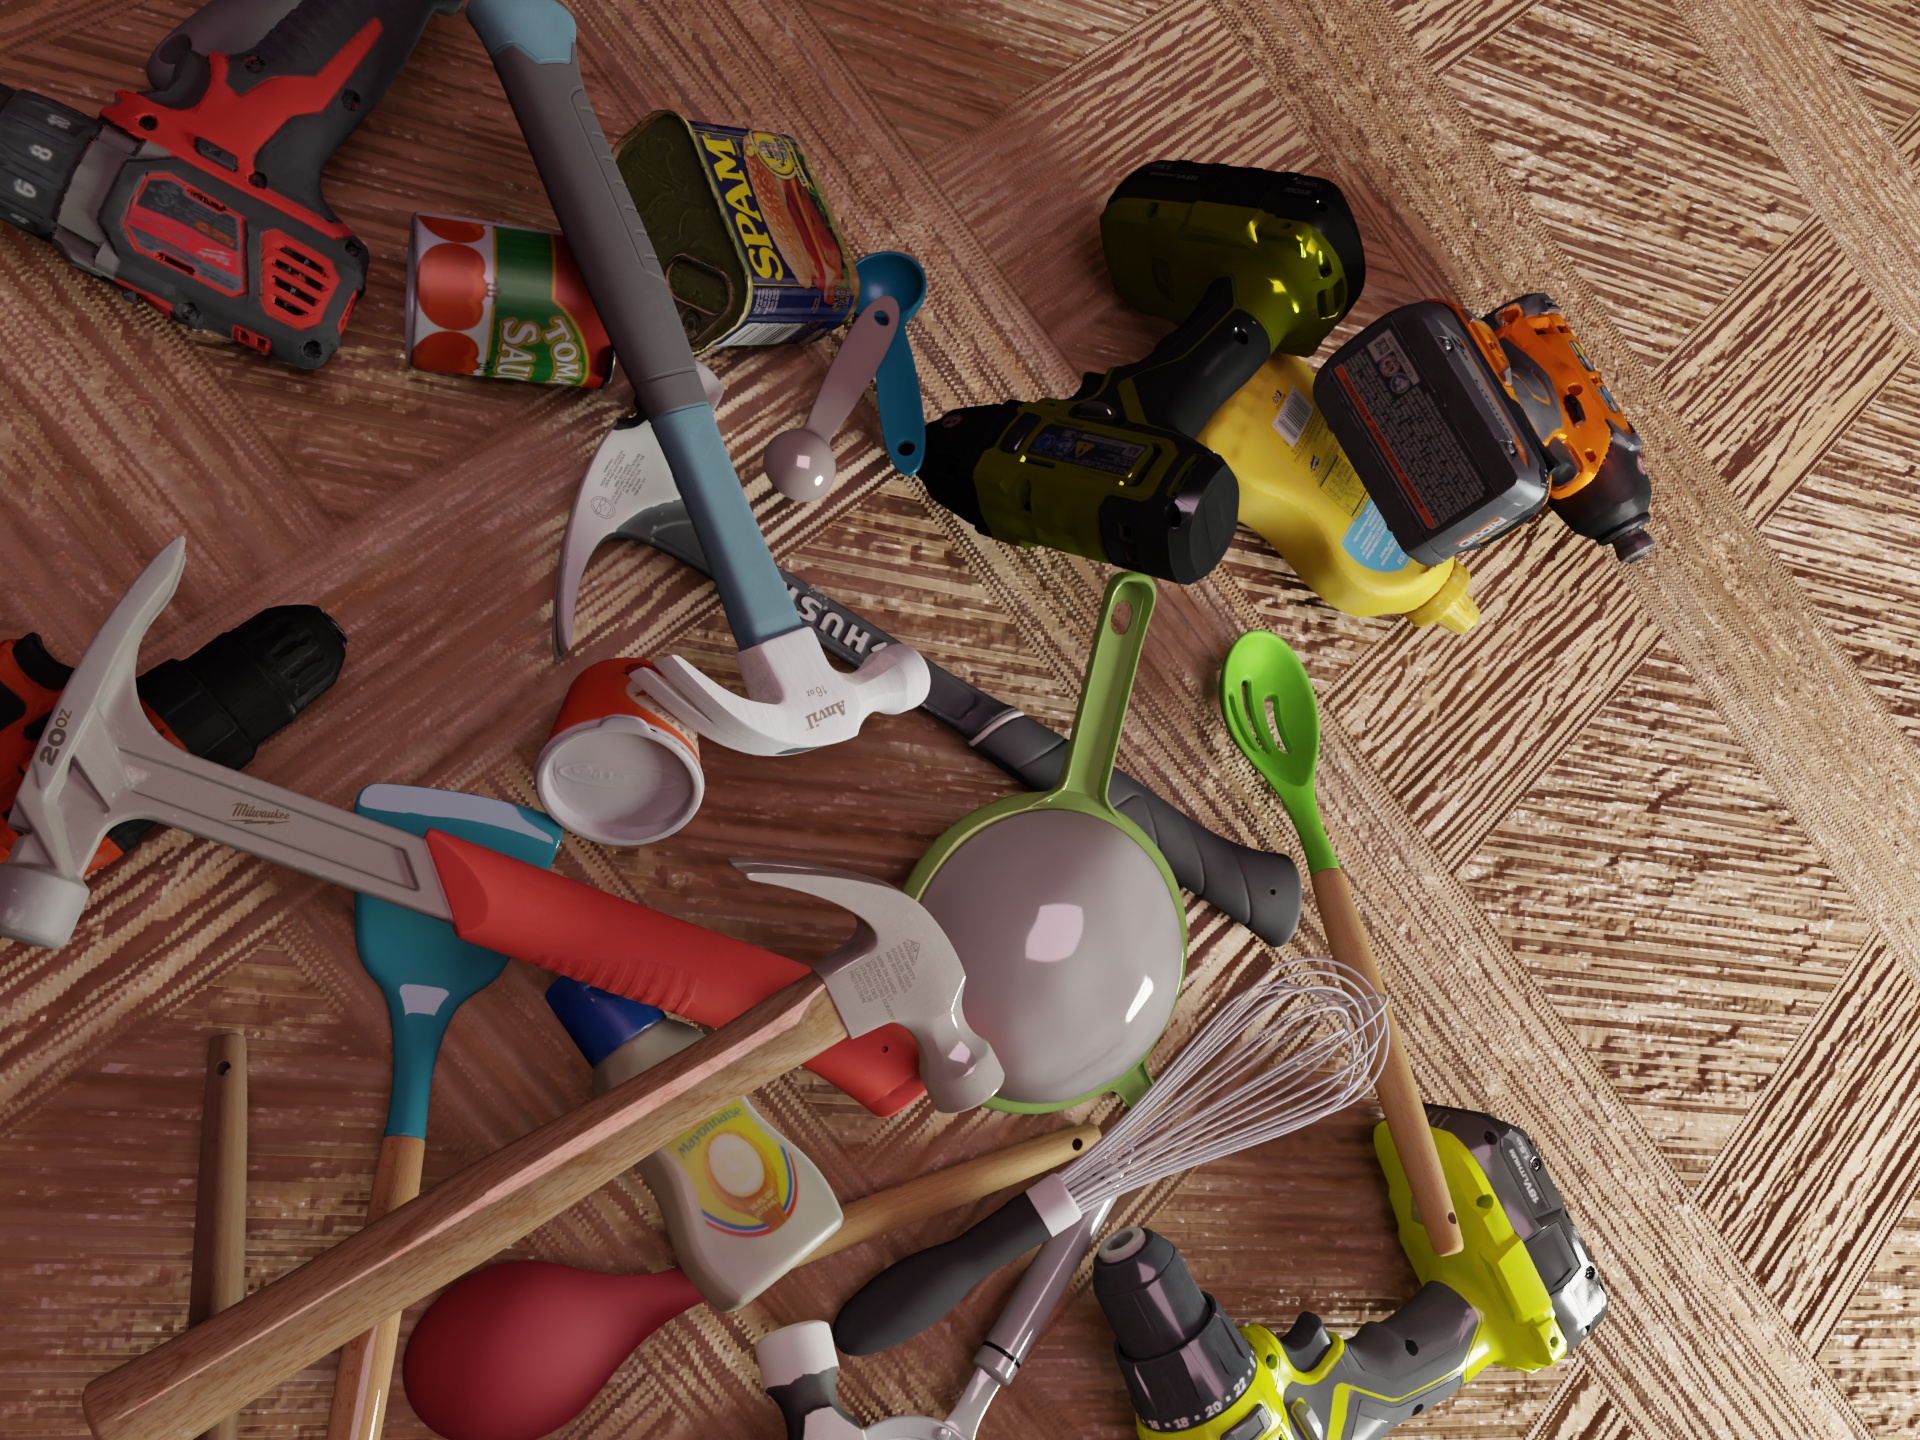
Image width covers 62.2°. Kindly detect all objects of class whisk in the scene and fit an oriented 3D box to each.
[{"bbox_3d":[0.068,0.195,0.698,0.284,0.070,0.070,-31,92,-7],"label":"whisk"},{"bbox_3d":[-0.261,-0.346,0.710,0.055,0.055,0.239,47,69,-8],"label":"whisk"}]

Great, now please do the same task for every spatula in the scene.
[{"bbox_3d":[-0.263,0.266,0.551,0.059,0.018,0.316,-3,67,-12],"label":"spatula"},{"bbox_3d":[-0.213,0.181,0.596,0.082,0.044,0.318,13,62,-25],"label":"spatula"}]

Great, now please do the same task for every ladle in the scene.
[{"bbox_3d":[-0.073,0.225,0.675,0.315,0.031,0.069,-13,86,-27],"label":"ladle"}]

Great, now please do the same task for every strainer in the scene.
[{"bbox_3d":[0.059,0.058,0.711,0.151,0.069,0.256,14,89,-20],"label":"strainer"},{"bbox_3d":[0.012,0.287,0.690,0.087,0.050,0.258,40,60,-5],"label":"strainer"}]

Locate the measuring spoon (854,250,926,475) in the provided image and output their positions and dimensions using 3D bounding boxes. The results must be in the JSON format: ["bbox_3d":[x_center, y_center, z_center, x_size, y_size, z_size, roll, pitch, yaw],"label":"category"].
[{"bbox_3d":[-0.031,-0.170,0.769,0.042,0.021,0.129,-8,67,1],"label":"measuring spoon"}]

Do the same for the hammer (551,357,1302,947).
[{"bbox_3d":[-0.001,-0.002,0.751,0.408,0.036,0.149,32,69,-14],"label":"hammer"}]

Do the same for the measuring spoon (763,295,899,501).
[{"bbox_3d":[-0.053,-0.154,0.733,0.034,0.018,0.124,32,63,-17],"label":"measuring spoon"}]

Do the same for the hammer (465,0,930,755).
[{"bbox_3d":[-0.121,-0.140,0.658,0.128,0.033,0.331,-26,95,-44],"label":"hammer"}]

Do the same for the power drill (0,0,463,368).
[{"bbox_3d":[-0.301,-0.277,0.633,0.187,0.080,0.227,25,86,-24],"label":"power drill"}]

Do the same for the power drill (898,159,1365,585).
[{"bbox_3d":[0.085,-0.173,0.773,0.223,0.171,0.080,-55,146,-26],"label":"power drill"}]

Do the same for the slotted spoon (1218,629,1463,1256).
[{"bbox_3d":[0.183,0.098,0.770,0.070,0.031,0.314,6,59,-35],"label":"slotted spoon"}]

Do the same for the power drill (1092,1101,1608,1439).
[{"bbox_3d":[0.177,0.278,0.742,0.228,0.080,0.190,-29,95,-24],"label":"power drill"}]

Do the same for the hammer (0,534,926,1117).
[{"bbox_3d":[-0.160,0.066,0.613,0.358,0.037,0.149,24,69,-20],"label":"hammer"}]

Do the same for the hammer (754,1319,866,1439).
[{"bbox_3d":[-0.189,0.333,0.570,0.334,0.035,0.146,-9,60,-18],"label":"hammer"}]

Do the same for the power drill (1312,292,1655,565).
[{"bbox_3d":[0.296,-0.147,0.849,0.226,0.084,0.164,-17,76,-49],"label":"power drill"}]

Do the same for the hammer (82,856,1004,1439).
[{"bbox_3d":[-0.146,0.159,0.576,0.331,0.031,0.130,-28,104,-18],"label":"hammer"}]
